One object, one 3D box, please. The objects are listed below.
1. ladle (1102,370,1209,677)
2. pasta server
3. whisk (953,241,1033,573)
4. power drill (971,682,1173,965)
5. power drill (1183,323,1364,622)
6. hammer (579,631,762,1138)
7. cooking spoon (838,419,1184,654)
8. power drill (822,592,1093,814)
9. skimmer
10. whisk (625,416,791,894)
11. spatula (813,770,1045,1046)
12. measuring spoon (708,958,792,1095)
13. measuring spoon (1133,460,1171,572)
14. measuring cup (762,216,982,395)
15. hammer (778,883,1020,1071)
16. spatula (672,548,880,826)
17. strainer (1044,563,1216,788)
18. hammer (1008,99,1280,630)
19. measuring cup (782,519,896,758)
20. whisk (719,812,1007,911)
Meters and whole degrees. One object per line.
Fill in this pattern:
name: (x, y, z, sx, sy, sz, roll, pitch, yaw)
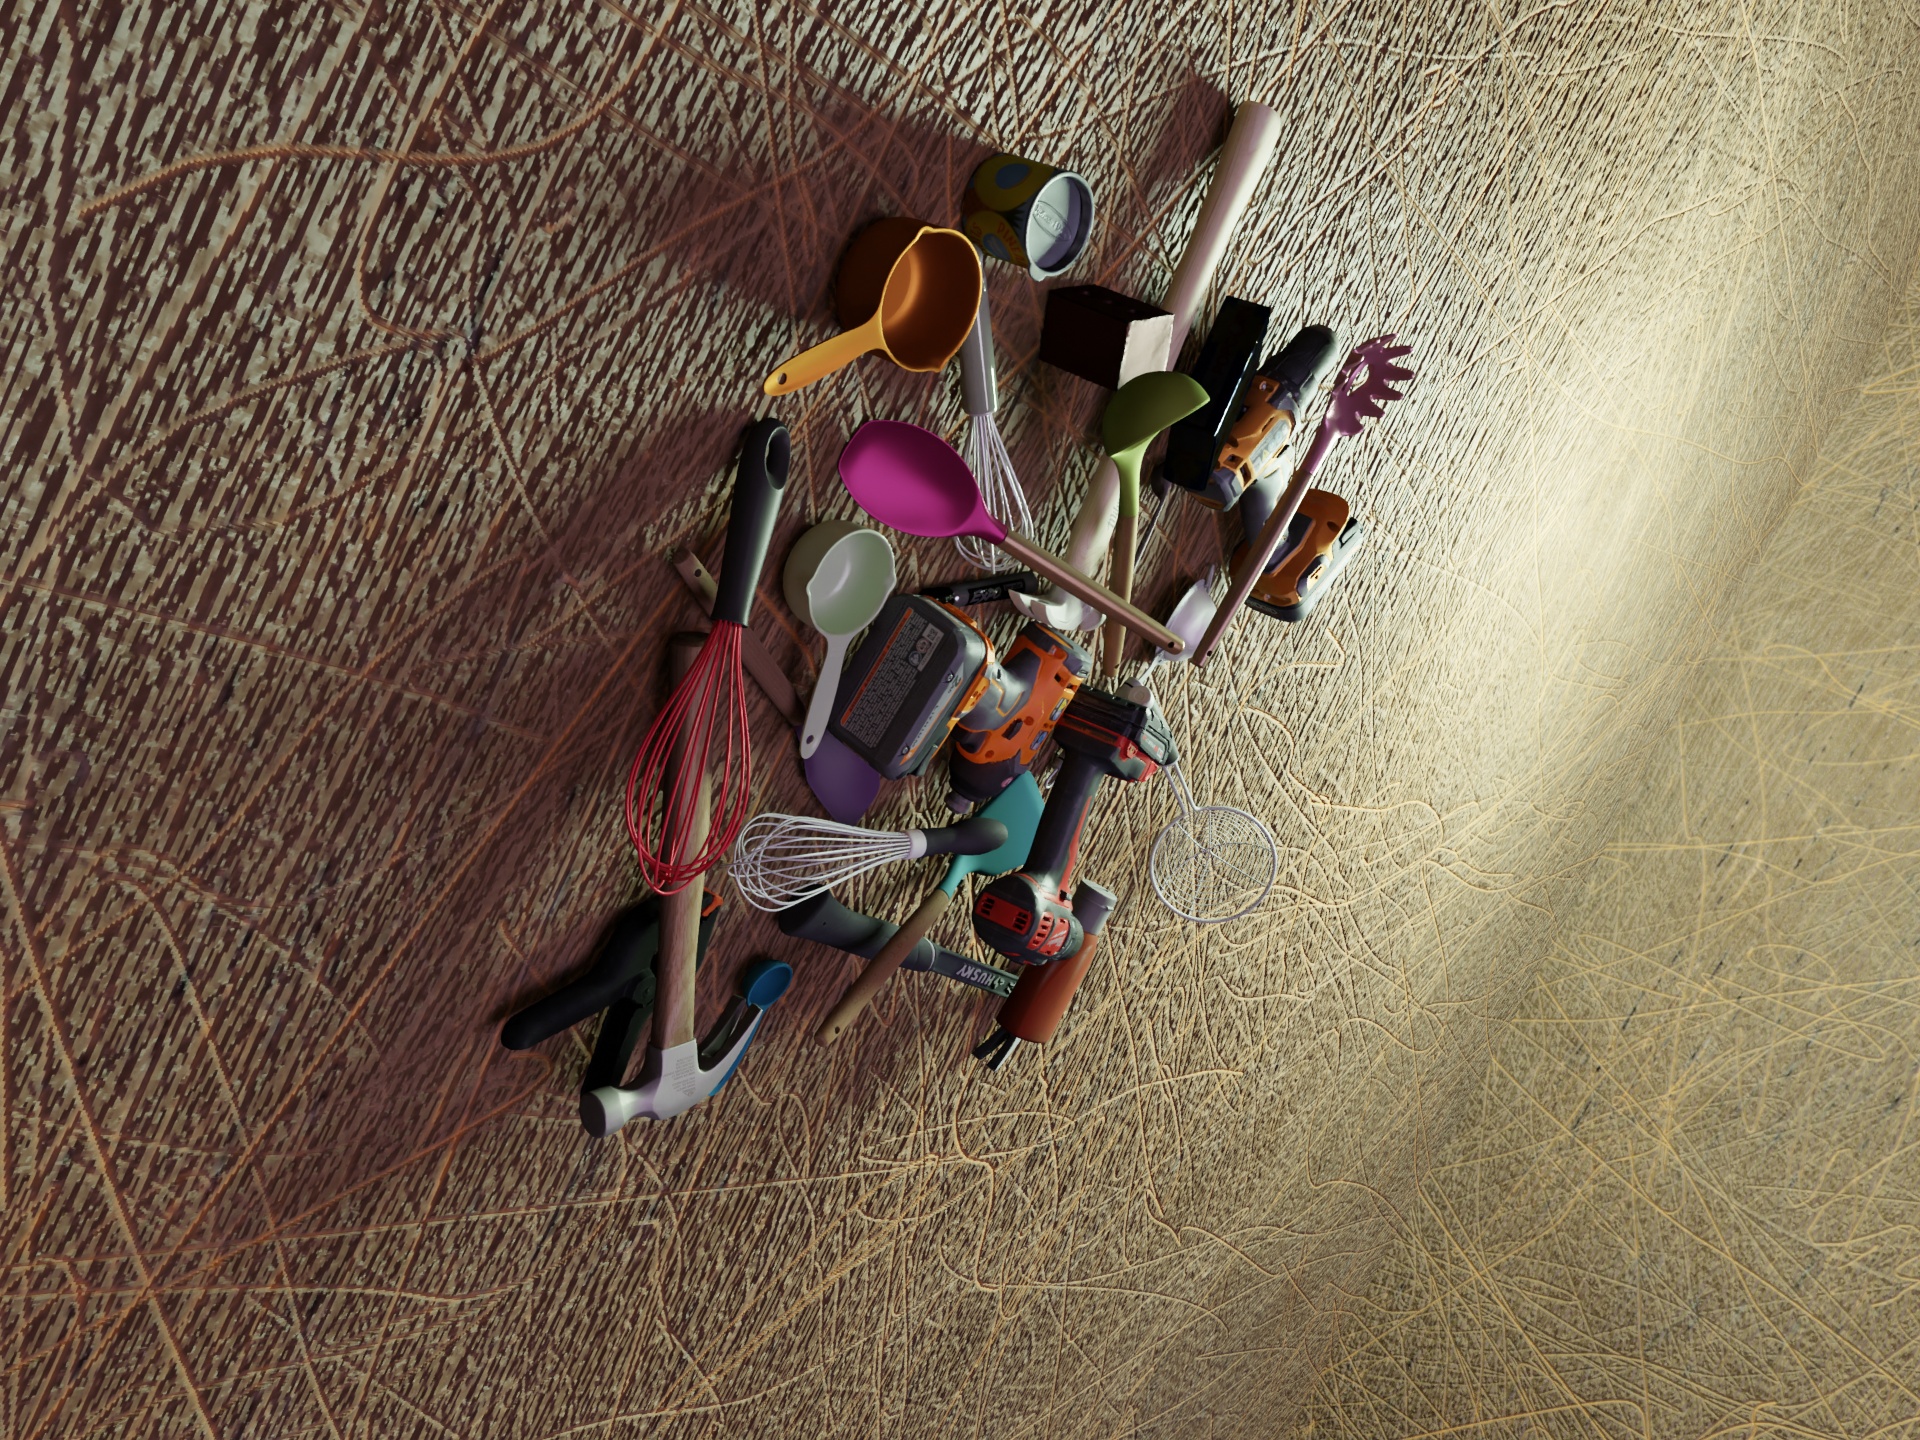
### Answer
ladle: (0.131, -0.130, 1.182, 0.078, 0.062, 0.319, -33, 149, -23)
pasta server: (0.278, -0.181, 1.318, 0.060, 0.040, 0.316, 31, 88, -34)
whisk: (0.014, -0.207, 1.090, 0.058, 0.059, 0.246, -77, 163, -52)
power drill: (0.094, 0.096, 1.312, 0.227, 0.080, 0.187, -66, 157, -5)
power drill: (0.285, -0.216, 1.390, 0.185, 0.084, 0.226, -51, 139, -13)
hammer: (-0.180, 0.105, 1.037, 0.130, 0.031, 0.331, -11, 113, -47)
cooking spoon: (0.046, -0.118, 1.117, 0.318, 0.017, 0.068, 28, 104, -32)
power drill: (-0.002, -0.004, 1.171, 0.164, 0.084, 0.226, -58, 153, 11)
skimmer: (0.212, 0.084, 1.476, 0.127, 0.090, 0.362, -21, 148, 8)
whisk: (-0.144, -0.040, 0.956, 0.073, 0.073, 0.296, 20, 81, -55)
spatula: (-0.020, 0.153, 1.256, 0.317, 0.044, 0.082, -47, 125, -47)
measuring spoon: (-0.168, 0.230, 1.205, 0.042, 0.021, 0.128, 4, 121, -53)
measuring spoon: (0.149, -0.164, 1.275, 0.034, 0.018, 0.124, 105, 8, -57)
measuring cup: (-0.065, -0.242, 0.958, 0.173, 0.052, 0.095, -36, 138, -28)
hammer: (-0.025, 0.206, 1.345, 0.149, 0.036, 0.408, -59, 145, 0)
spatula: (-0.118, -0.018, 1.081, 0.060, 0.018, 0.315, -55, 146, -17)
strainer: (0.160, -0.033, 1.399, 0.258, 0.050, 0.086, -47, 158, -12)
hammer: (0.143, -0.262, 1.191, 0.146, 0.038, 0.410, -1, 114, -68)
measuring cup: (-0.095, -0.055, 1.066, 0.083, 0.038, 0.167, -9, 123, -48)
whisk: (-0.061, 0.095, 1.184, 0.284, 0.070, 0.070, -2, 116, -48)
